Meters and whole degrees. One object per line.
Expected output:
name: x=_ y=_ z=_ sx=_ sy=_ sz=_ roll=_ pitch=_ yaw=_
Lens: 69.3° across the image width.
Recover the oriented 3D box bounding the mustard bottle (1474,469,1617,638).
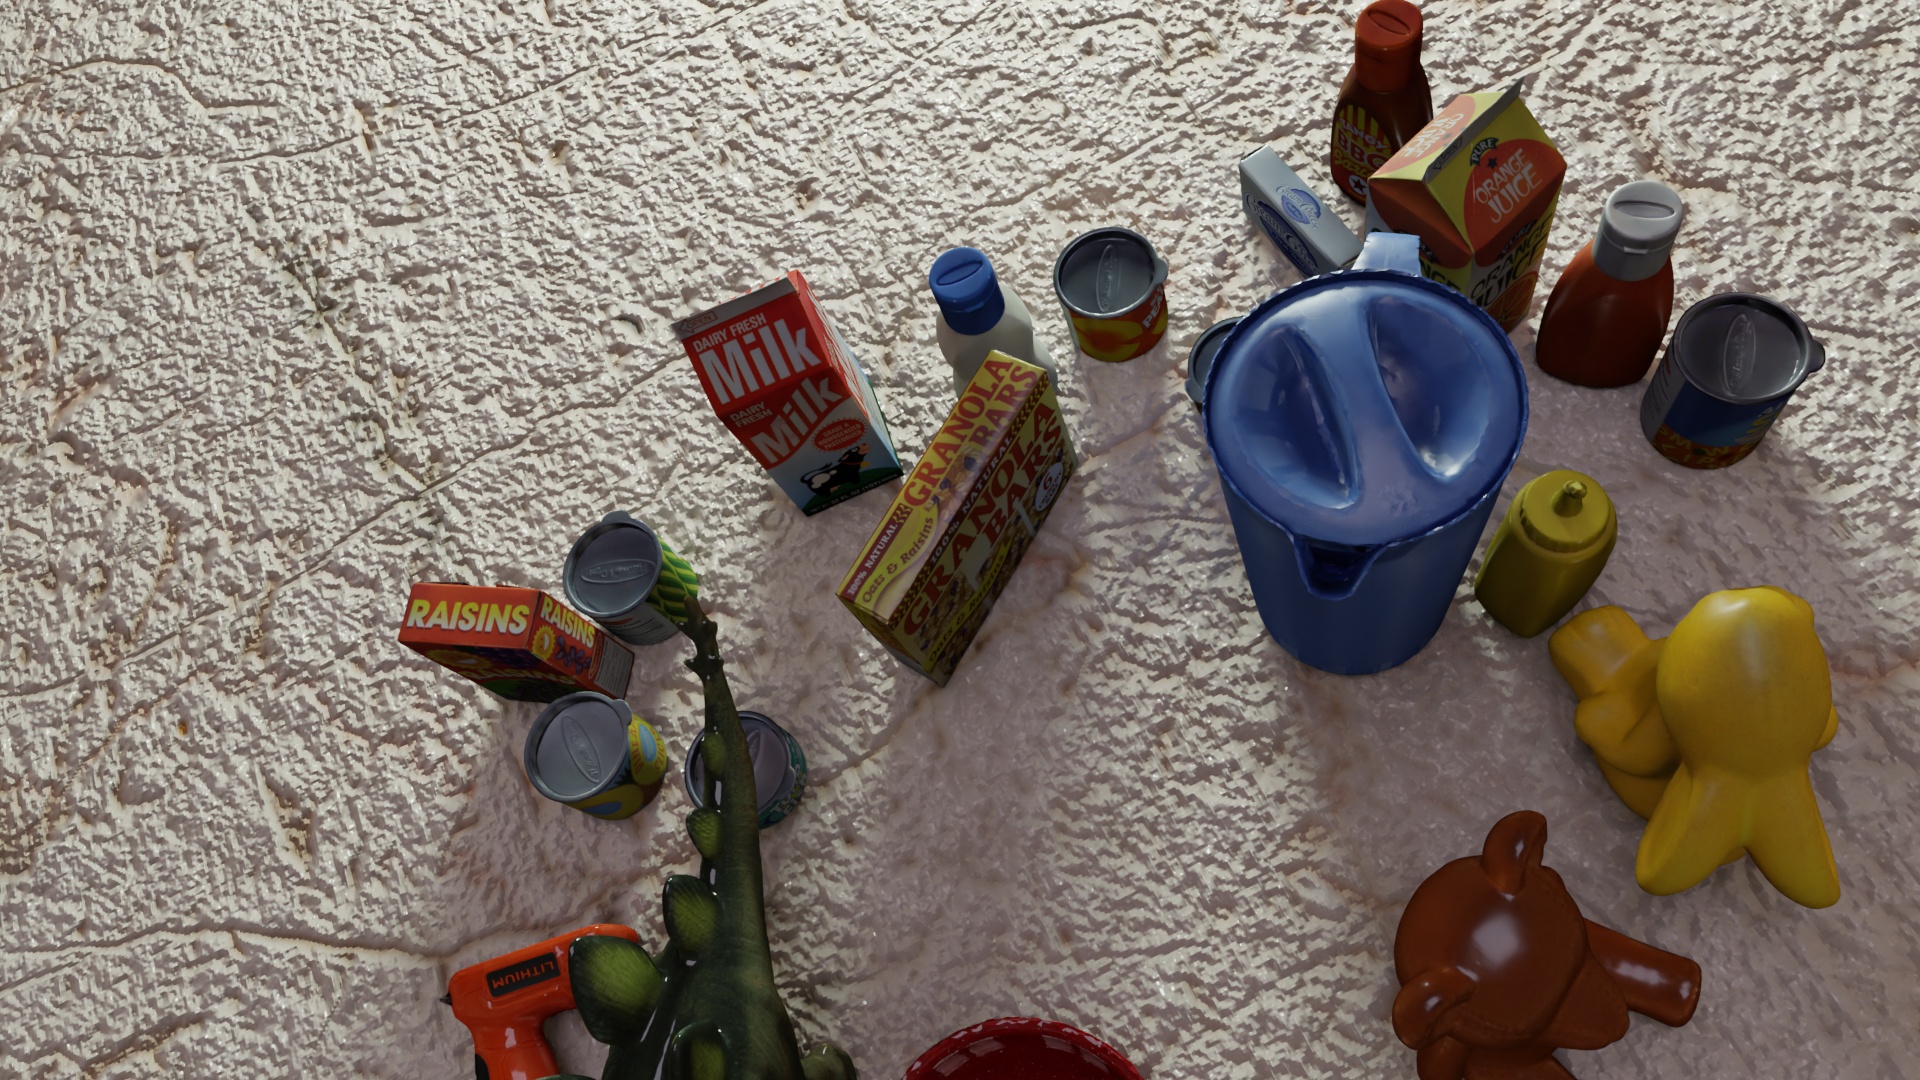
mustard bottle: x=0.299 y=0.000 z=0.701 sx=0.065 sy=0.159 sz=0.049 roll=-43 pitch=65 yaw=-5

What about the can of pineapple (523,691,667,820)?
can of pineapple: x=-0.215 y=0.129 z=0.831 sx=0.071 sy=0.057 sz=0.071 roll=-5 pitch=67 yaw=12

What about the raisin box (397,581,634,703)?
raisin box: x=-0.263 y=0.064 z=0.834 sx=0.086 sy=0.123 sz=0.040 roll=3 pitch=69 yaw=15

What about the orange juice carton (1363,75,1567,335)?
orange juice carton: x=0.272 y=-0.170 z=0.762 sx=0.072 sy=0.192 sz=0.073 roll=-42 pitch=65 yaw=-5

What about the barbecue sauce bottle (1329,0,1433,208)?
barbecue sauce bottle: x=0.252 y=-0.257 z=0.828 sx=0.044 sy=0.148 sz=0.065 roll=-46 pitch=65 yaw=-7

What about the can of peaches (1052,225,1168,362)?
can of peaches: x=0.098 y=-0.153 z=0.873 sx=0.071 sy=0.058 sz=0.071 roll=-5 pitch=67 yaw=12

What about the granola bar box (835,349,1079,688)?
granola bar box: x=0.003 y=-0.010 z=0.799 sx=0.039 sy=0.124 sz=0.166 roll=26 pitch=76 yaw=22

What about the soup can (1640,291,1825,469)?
soup can: x=0.414 y=-0.084 z=0.751 sx=0.071 sy=0.083 sz=0.071 roll=-5 pitch=67 yaw=12

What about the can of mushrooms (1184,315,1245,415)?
can of mushrooms: x=0.170 y=-0.099 z=0.845 sx=0.071 sy=0.033 sz=0.071 roll=-5 pitch=67 yaw=12

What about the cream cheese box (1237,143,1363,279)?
cream cheese box: x=0.213 y=-0.194 z=0.864 sx=0.024 sy=0.053 sz=0.104 roll=-34 pitch=64 yaw=-1

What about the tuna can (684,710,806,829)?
tuna can: x=-0.124 y=0.137 z=0.819 sx=0.071 sy=0.032 sz=0.071 roll=-5 pitch=67 yaw=12

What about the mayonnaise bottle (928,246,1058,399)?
mayonnaise bottle: x=0.016 y=-0.120 z=0.829 sx=0.065 sy=0.147 sz=0.041 roll=-24 pitch=65 yaw=4

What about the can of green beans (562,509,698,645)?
can of green beans: x=-0.206 y=0.027 z=0.872 sx=0.071 sy=0.057 sz=0.071 roll=-5 pitch=67 yaw=12

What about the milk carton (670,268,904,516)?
milk carton: x=-0.101 y=-0.092 z=0.822 sx=0.072 sy=0.190 sz=0.074 roll=-23 pitch=65 yaw=4

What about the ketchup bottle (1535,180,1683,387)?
ketchup bottle: x=0.354 y=-0.135 z=0.751 sx=0.065 sy=0.148 sz=0.043 roll=11 pitch=72 yaw=18
